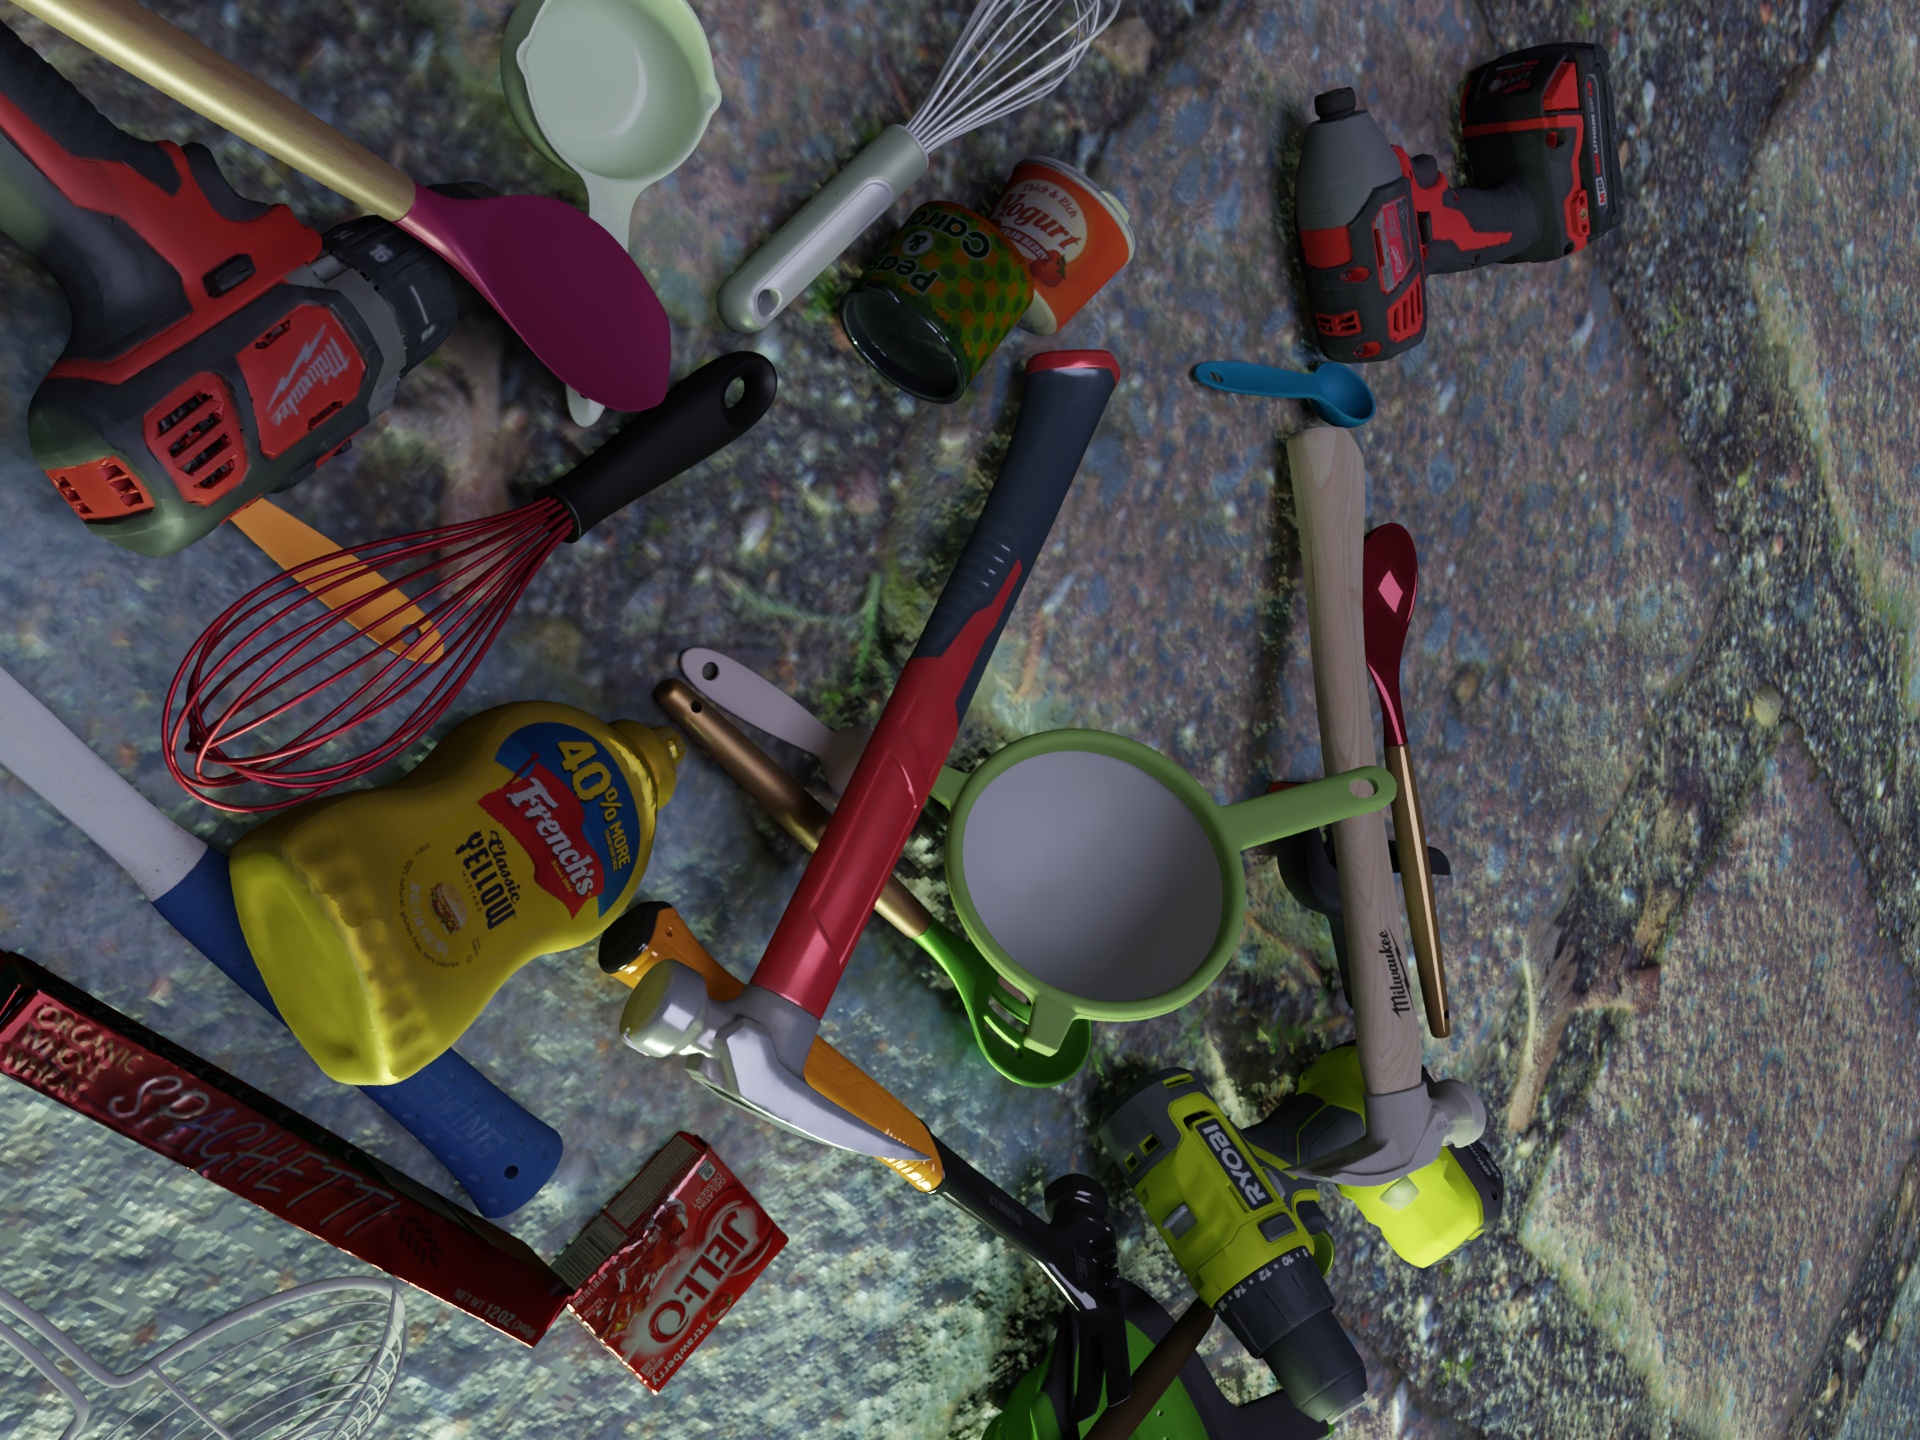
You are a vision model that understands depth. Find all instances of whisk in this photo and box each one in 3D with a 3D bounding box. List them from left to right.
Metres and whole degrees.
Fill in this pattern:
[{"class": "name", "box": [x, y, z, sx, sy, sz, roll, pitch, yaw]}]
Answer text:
[{"class": "whisk", "box": [-0.161, -0.066, 0.580, 0.296, 0.073, 0.073, -46, 125, -39]}, {"class": "whisk", "box": [-0.017, -0.251, 0.687, 0.246, 0.059, 0.057, -48, 147, -16]}]

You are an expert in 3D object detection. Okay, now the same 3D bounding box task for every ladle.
[{"class": "ladle", "box": [0.131, 0.338, 0.852, 0.078, 0.062, 0.320, -59, 159, 19]}, {"class": "ladle", "box": [0.268, 0.039, 0.959, 0.069, 0.031, 0.315, -14, 97, -37]}]

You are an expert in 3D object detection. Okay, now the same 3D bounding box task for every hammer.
[{"class": "hammer", "box": [-0.271, 0.041, 0.546, 0.144, 0.035, 0.405, -48, 125, -21]}, {"class": "hammer", "box": [-0.034, 0.194, 0.728, 0.034, 0.127, 0.336, -35, 120, 21]}, {"class": "hammer", "box": [-0.001, -0.002, 0.711, 0.143, 0.038, 0.386, 35, 67, -24]}, {"class": "hammer", "box": [0.212, 0.043, 0.875, 0.146, 0.038, 0.411, -4, 87, -41]}]

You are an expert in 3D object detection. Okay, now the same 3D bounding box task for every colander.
[{"class": "colander", "box": [0.114, 0.427, 0.906, 0.396, 0.094, 0.205, 24, 41, -57]}]

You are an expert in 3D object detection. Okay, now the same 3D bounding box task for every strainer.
[{"class": "strainer", "box": [0.105, 0.072, 0.803, 0.256, 0.069, 0.152, -14, 65, -24]}]

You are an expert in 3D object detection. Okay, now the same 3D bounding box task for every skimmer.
[{"class": "skimmer", "box": [-0.337, 0.153, 0.518, 0.127, 0.090, 0.363, -41, 113, -2]}]

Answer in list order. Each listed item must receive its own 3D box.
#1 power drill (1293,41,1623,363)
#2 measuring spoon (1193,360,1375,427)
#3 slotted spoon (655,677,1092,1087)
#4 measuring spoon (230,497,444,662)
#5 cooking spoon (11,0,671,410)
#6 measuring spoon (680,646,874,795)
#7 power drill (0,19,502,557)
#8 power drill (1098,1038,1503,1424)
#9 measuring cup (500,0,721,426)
[{"class": "power drill", "box": [0.274, -0.302, 0.897, 0.219, 0.079, 0.143, -30, 117, -28]}, {"class": "measuring spoon", "box": [0.175, -0.180, 0.877, 0.128, 0.021, 0.042, -1, 62, -31]}, {"class": "slotted spoon", "box": [-0.034, 0.081, 0.754, 0.313, 0.031, 0.070, 47, 52, -33]}, {"class": "measuring spoon", "box": [-0.233, -0.057, 0.576, 0.116, 0.011, 0.021, 45, 72, -40]}, {"class": "cooking spoon", "box": [-0.191, -0.171, 0.485, 0.318, 0.017, 0.069, 23, 65, -59]}, {"class": "measuring spoon", "box": [-0.074, 0.001, 0.709, 0.124, 0.018, 0.034, 34, 78, -38]}, {"class": "power drill", "box": [-0.244, -0.187, 0.485, 0.188, 0.080, 0.226, -55, 130, -39]}, {"class": "power drill", "box": [0.205, 0.274, 0.896, 0.228, 0.191, 0.080, -4, 139, -43]}, {"class": "measuring cup", "box": [-0.142, -0.198, 0.607, 0.083, 0.038, 0.167, -5, 114, -39]}]
